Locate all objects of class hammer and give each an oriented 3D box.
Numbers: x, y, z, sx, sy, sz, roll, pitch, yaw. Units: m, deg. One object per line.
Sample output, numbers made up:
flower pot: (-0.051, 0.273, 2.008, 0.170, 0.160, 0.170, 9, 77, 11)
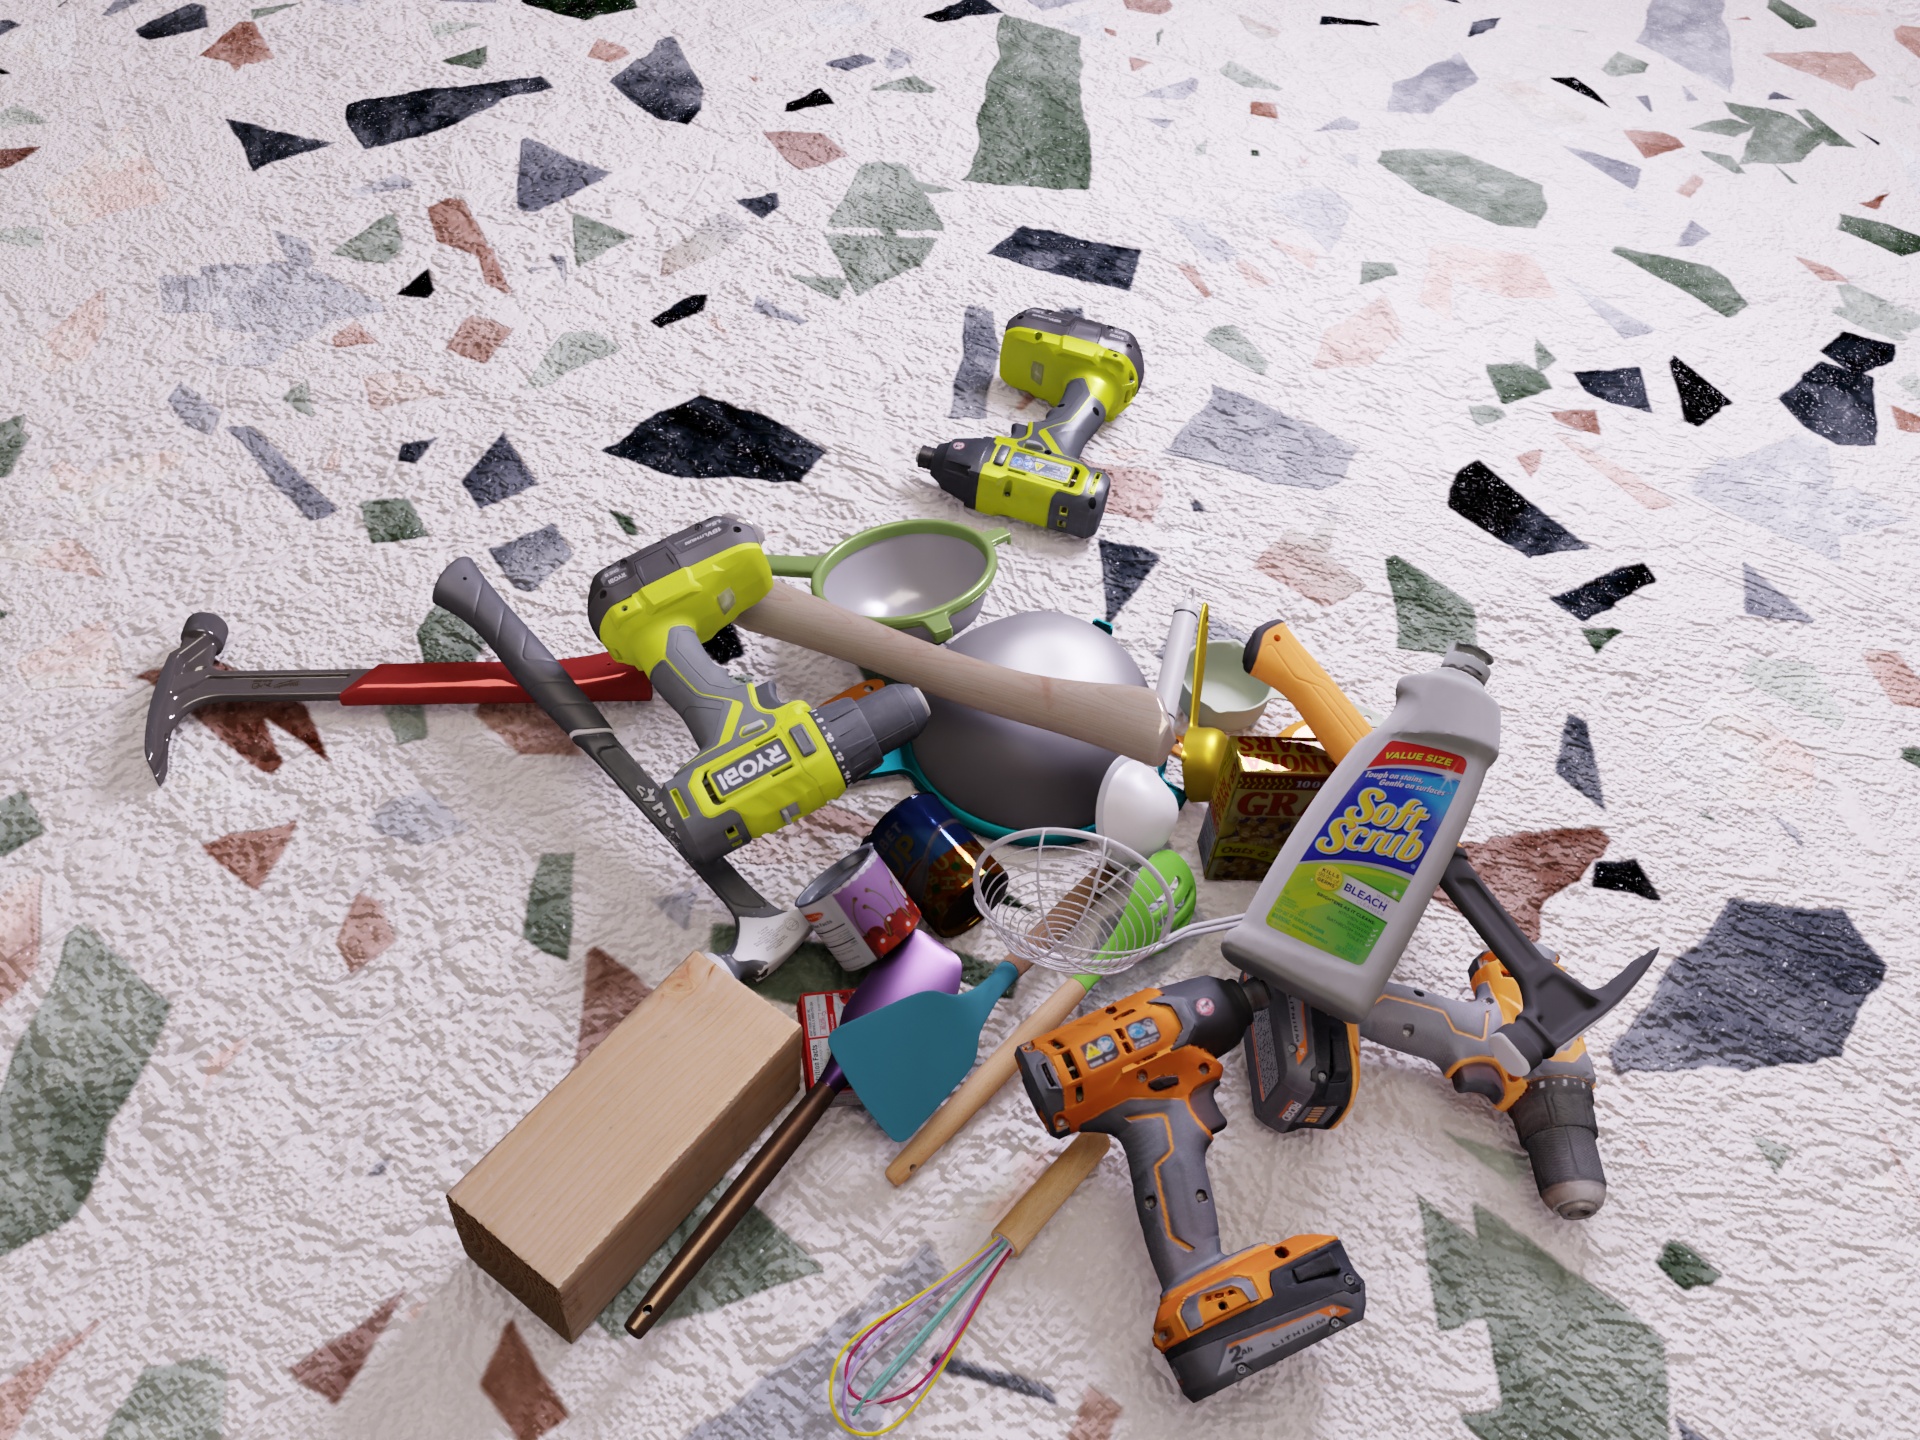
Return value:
hammer: (-0.250, 0.021, 1.151, 0.149, 0.036, 0.409, -33, 69, -32)
hammer: (0.309, 0.064, 1.062, 0.127, 0.034, 0.337, -31, 73, -17)
hammer: (-0.041, -0.036, 1.157, 0.411, 0.038, 0.146, 19, 75, 25)
hammer: (-0.416, -0.021, 1.201, 0.359, 0.036, 0.149, -1, 50, -7)

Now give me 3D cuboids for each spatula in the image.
spatula: (-0.096, 0.248, 0.981, 0.060, 0.018, 0.316, 34, 54, 12)
spatula: (0.039, 0.158, 1.079, 0.317, 0.044, 0.082, -36, 93, -46)

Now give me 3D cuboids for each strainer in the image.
strainer: (-0.090, -0.101, 1.299, 0.256, 0.069, 0.152, 6, 40, 22)
strainer: (0.146, 0.008, 1.160, 0.050, 0.086, 0.259, -5, 56, 36)
strainer: (-0.002, -0.004, 1.193, 0.340, 0.095, 0.211, -10, 52, -14)

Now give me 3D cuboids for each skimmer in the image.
skimmer: (0.175, 0.109, 1.076, 0.363, 0.127, 0.090, -3, 58, -36)

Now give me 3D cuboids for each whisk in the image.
whisk: (0.011, 0.326, 0.952, 0.047, 0.051, 0.245, 31, 50, 26)

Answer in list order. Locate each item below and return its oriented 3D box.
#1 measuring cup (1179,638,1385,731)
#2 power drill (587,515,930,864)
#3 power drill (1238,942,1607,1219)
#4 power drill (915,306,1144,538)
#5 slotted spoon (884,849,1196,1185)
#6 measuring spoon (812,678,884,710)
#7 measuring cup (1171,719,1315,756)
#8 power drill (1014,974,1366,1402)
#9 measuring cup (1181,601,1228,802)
measuring cup: (0.253, -0.012, 1.269, 0.167, 0.038, 0.083, 17, 50, 5)
power drill: (-0.148, -0.031, 1.124, 0.190, 0.080, 0.229, -28, 63, -10)
power drill: (0.308, 0.231, 1.045, 0.226, 0.084, 0.186, 5, 51, -8)
power drill: (0.069, -0.272, 1.445, 0.171, 0.080, 0.223, 17, 53, 8)
slotted spoon: (0.063, 0.197, 1.065, 0.314, 0.070, 0.031, -41, 33, -27)
measuring spoon: (-0.106, -0.007, 1.239, 0.117, 0.011, 0.021, -30, 59, -28)
measuring cup: (0.237, 0.027, 1.223, 0.173, 0.052, 0.095, 19, 50, 12)
power drill: (0.150, 0.266, 0.954, 0.164, 0.084, 0.227, -23, 66, -7)
measuring cup: (0.191, -0.015, 1.203, 0.029, 0.062, 0.156, 1, 77, 23)
